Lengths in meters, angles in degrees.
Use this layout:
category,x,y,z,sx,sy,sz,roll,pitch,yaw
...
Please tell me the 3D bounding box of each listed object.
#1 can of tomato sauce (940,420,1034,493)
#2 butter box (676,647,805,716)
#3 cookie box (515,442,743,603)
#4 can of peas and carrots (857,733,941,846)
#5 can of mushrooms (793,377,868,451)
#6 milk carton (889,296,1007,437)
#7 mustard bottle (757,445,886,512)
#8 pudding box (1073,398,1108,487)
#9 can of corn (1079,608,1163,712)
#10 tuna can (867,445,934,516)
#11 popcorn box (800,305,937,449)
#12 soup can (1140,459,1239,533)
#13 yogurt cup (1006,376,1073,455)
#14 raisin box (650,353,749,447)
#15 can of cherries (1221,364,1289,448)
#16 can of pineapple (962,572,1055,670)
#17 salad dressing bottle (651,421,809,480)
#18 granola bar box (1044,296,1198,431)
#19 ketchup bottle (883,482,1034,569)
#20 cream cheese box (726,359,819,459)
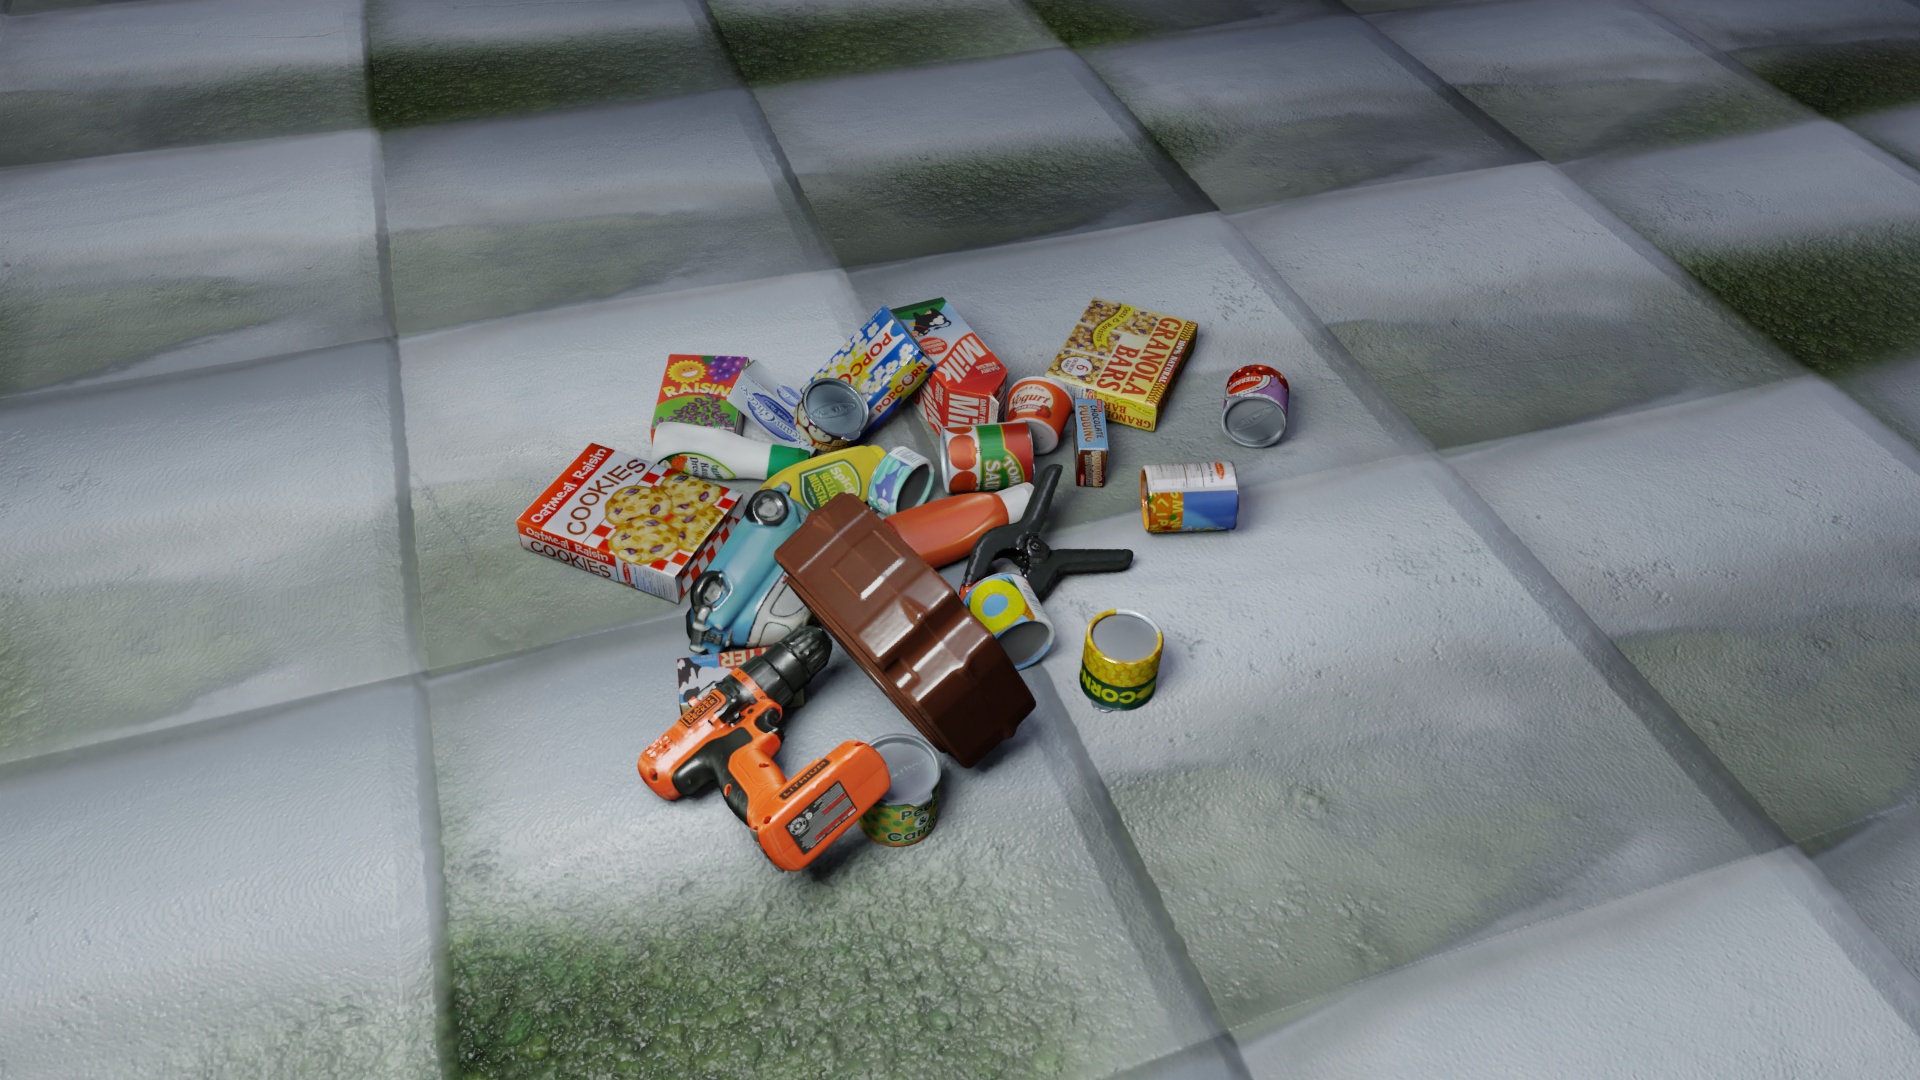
category,x,y,z,sx,sy,sz,roll,pitch,yaw
can of tomato sauce,0.025,-0.079,1.349,0.083,0.070,0.071,-5,44,-7
butter box,-0.183,0.118,1.159,0.104,0.024,0.053,-7,45,-10
cookie box,-0.304,-0.018,1.286,0.167,0.040,0.123,18,45,14
can of peas and carrots,-0.047,0.193,1.063,0.071,0.058,0.071,2,44,-2
can of mushrooms,-0.124,-0.118,1.335,0.071,0.033,0.071,13,57,-21
milk carton,-0.009,-0.168,1.436,0.074,0.072,0.191,-18,47,-21
mustard bottle,-0.114,-0.057,1.319,0.161,0.065,0.048,-29,9,-33
pudding box,0.129,-0.099,1.387,0.030,0.049,0.084,1,44,0
can of corn,0.134,0.101,1.170,0.071,0.058,0.071,2,43,-1
tuna can,-0.057,-0.051,1.318,0.033,0.070,0.071,28,49,23
popcorn box,-0.094,-0.163,1.403,0.126,0.038,0.085,-44,49,10
soup can,0.216,-0.039,1.318,0.084,0.071,0.072,-3,44,0
yogurt cup,0.077,-0.123,1.402,0.072,0.072,0.054,10,52,7
raisin box,-0.262,-0.138,1.414,0.086,0.039,0.124,1,45,-1
can of cherries,0.302,-0.140,1.425,0.071,0.071,0.059,10,44,8
can of pineapple,0.039,0.072,1.192,0.071,0.070,0.058,-14,46,-17
salad dressing bottle,-0.221,-0.081,1.344,0.148,0.064,0.044,8,65,-5
granola bar box,0.174,-0.191,1.495,0.124,0.038,0.166,17,45,15
ketchup bottle,0.005,-0.016,1.297,0.149,0.043,0.065,-20,49,-22
cream cheese box,-0.177,-0.126,1.369,0.104,0.053,0.024,39,50,-2
